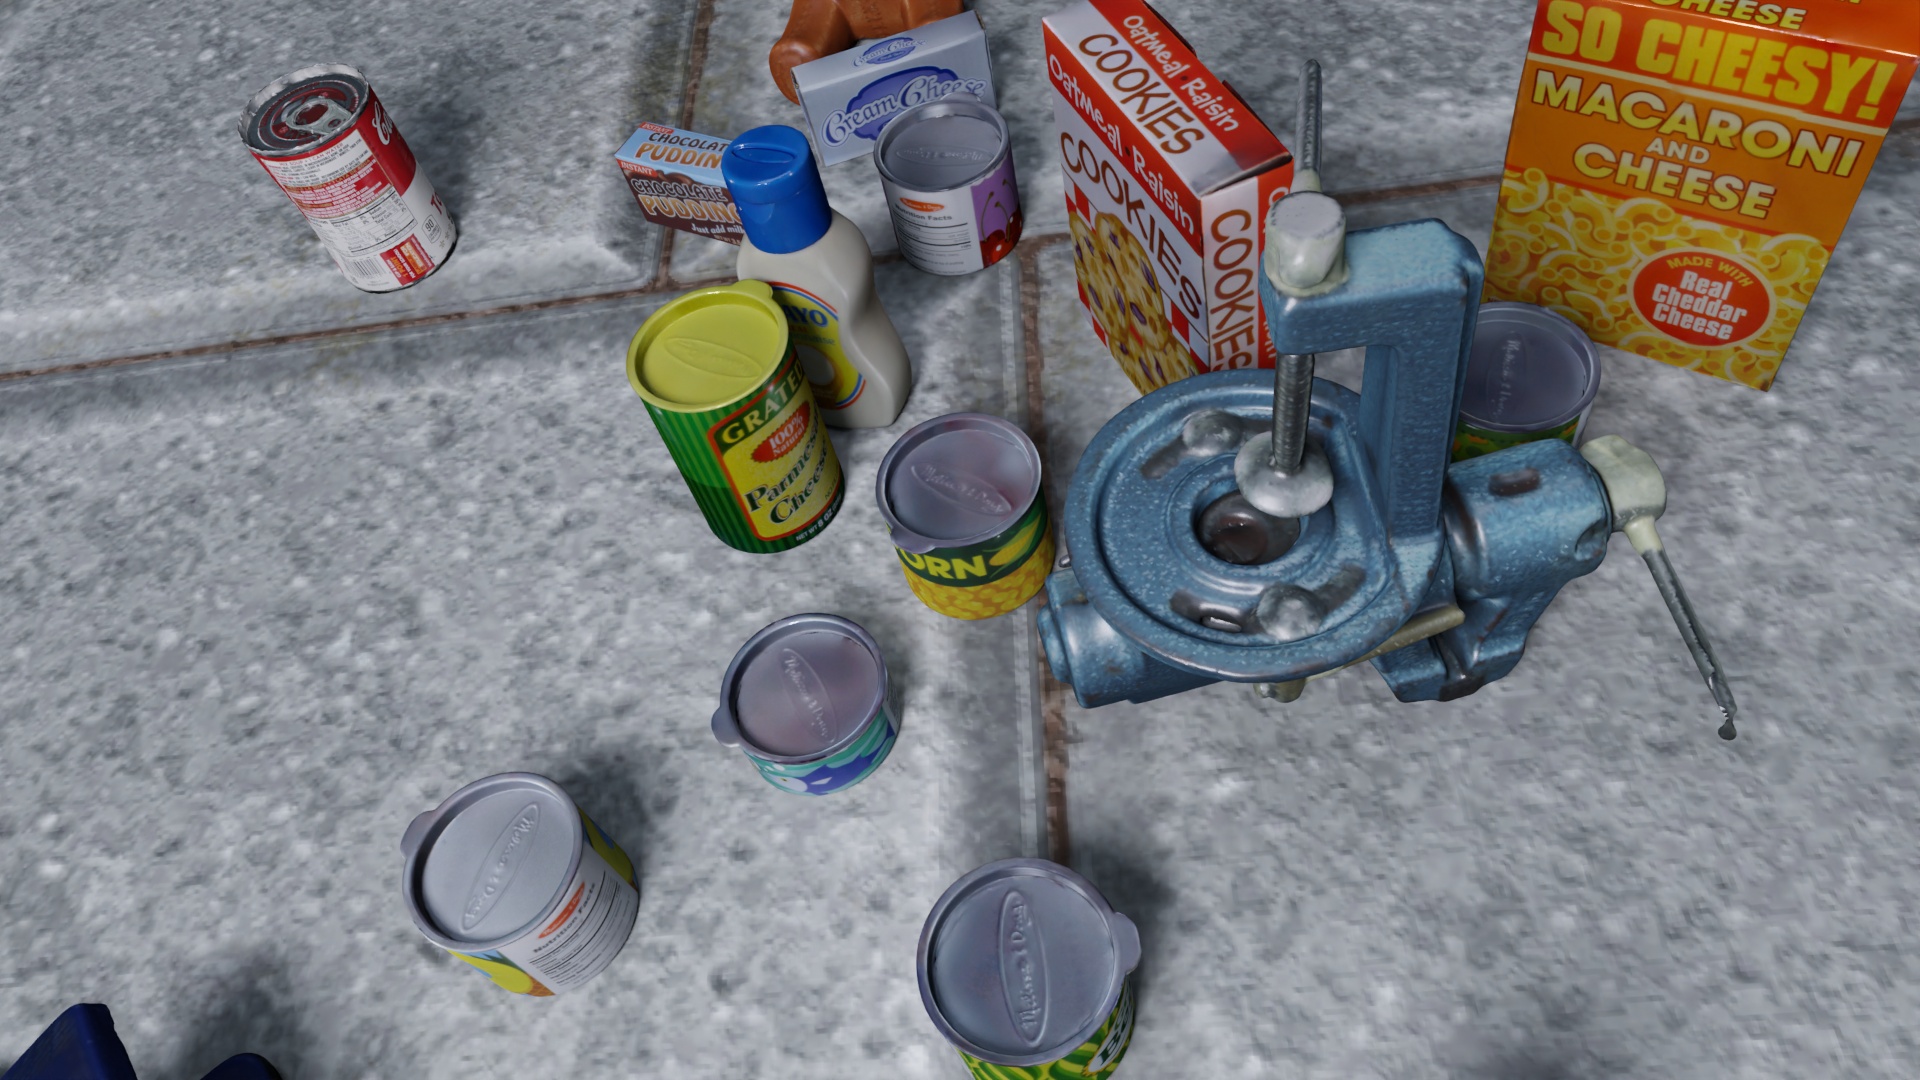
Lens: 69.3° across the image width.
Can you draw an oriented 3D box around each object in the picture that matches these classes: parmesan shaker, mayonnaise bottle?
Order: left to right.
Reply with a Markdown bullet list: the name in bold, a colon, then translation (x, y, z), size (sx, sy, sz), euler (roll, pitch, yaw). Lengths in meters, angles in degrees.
- **parmesan shaker**: translation (-0.090, -0.050, 0.589), size (0.071, 0.102, 0.071), euler (-5, 55, 8)
- **mayonnaise bottle**: translation (-0.064, -0.109, 0.597), size (0.065, 0.147, 0.041), euler (11, 59, 19)

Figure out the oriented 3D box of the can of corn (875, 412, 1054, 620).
- **can of corn**: translation (0.002, -0.007, 0.568), size (0.071, 0.058, 0.071), euler (-5, 55, 8)

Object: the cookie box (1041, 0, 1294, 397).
- **cookie box**: translation (0.086, -0.119, 0.562), size (0.040, 0.166, 0.123), euler (-26, 55, -6)

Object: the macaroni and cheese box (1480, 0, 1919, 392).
- **macaroni and cheese box**: translation (0.278, -0.143, 0.540), size (0.124, 0.165, 0.040), euler (23, 63, 25)

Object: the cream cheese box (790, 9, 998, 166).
- **cream cheese box**: translation (-0.033, -0.240, 0.740), size (0.104, 0.053, 0.024), euler (-18, 54, -1)

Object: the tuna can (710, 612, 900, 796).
- **tuna can**: translation (-0.060, 0.066, 0.545), size (0.071, 0.032, 0.071), euler (-5, 55, 8)

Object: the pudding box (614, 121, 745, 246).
- **pudding box**: translation (-0.133, -0.185, 0.724), size (0.084, 0.049, 0.030), euler (19, 62, 23)

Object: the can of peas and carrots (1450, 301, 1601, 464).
- **can of peas and carrots**: translation (0.213, -0.052, 0.556), size (0.071, 0.058, 0.071), euler (-5, 55, 8)

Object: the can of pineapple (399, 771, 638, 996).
- **can of pineapple**: translation (-0.160, 0.125, 0.508), size (0.071, 0.057, 0.071), euler (-5, 55, 8)

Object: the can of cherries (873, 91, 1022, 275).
- **can of cherries**: translation (-0.003, -0.176, 0.686), size (0.071, 0.058, 0.072), euler (-5, 55, 8)

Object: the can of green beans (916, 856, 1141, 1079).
- **can of green beans**: translation (0.023, 0.146, 0.457), size (0.071, 0.057, 0.071), euler (-5, 55, 8)
